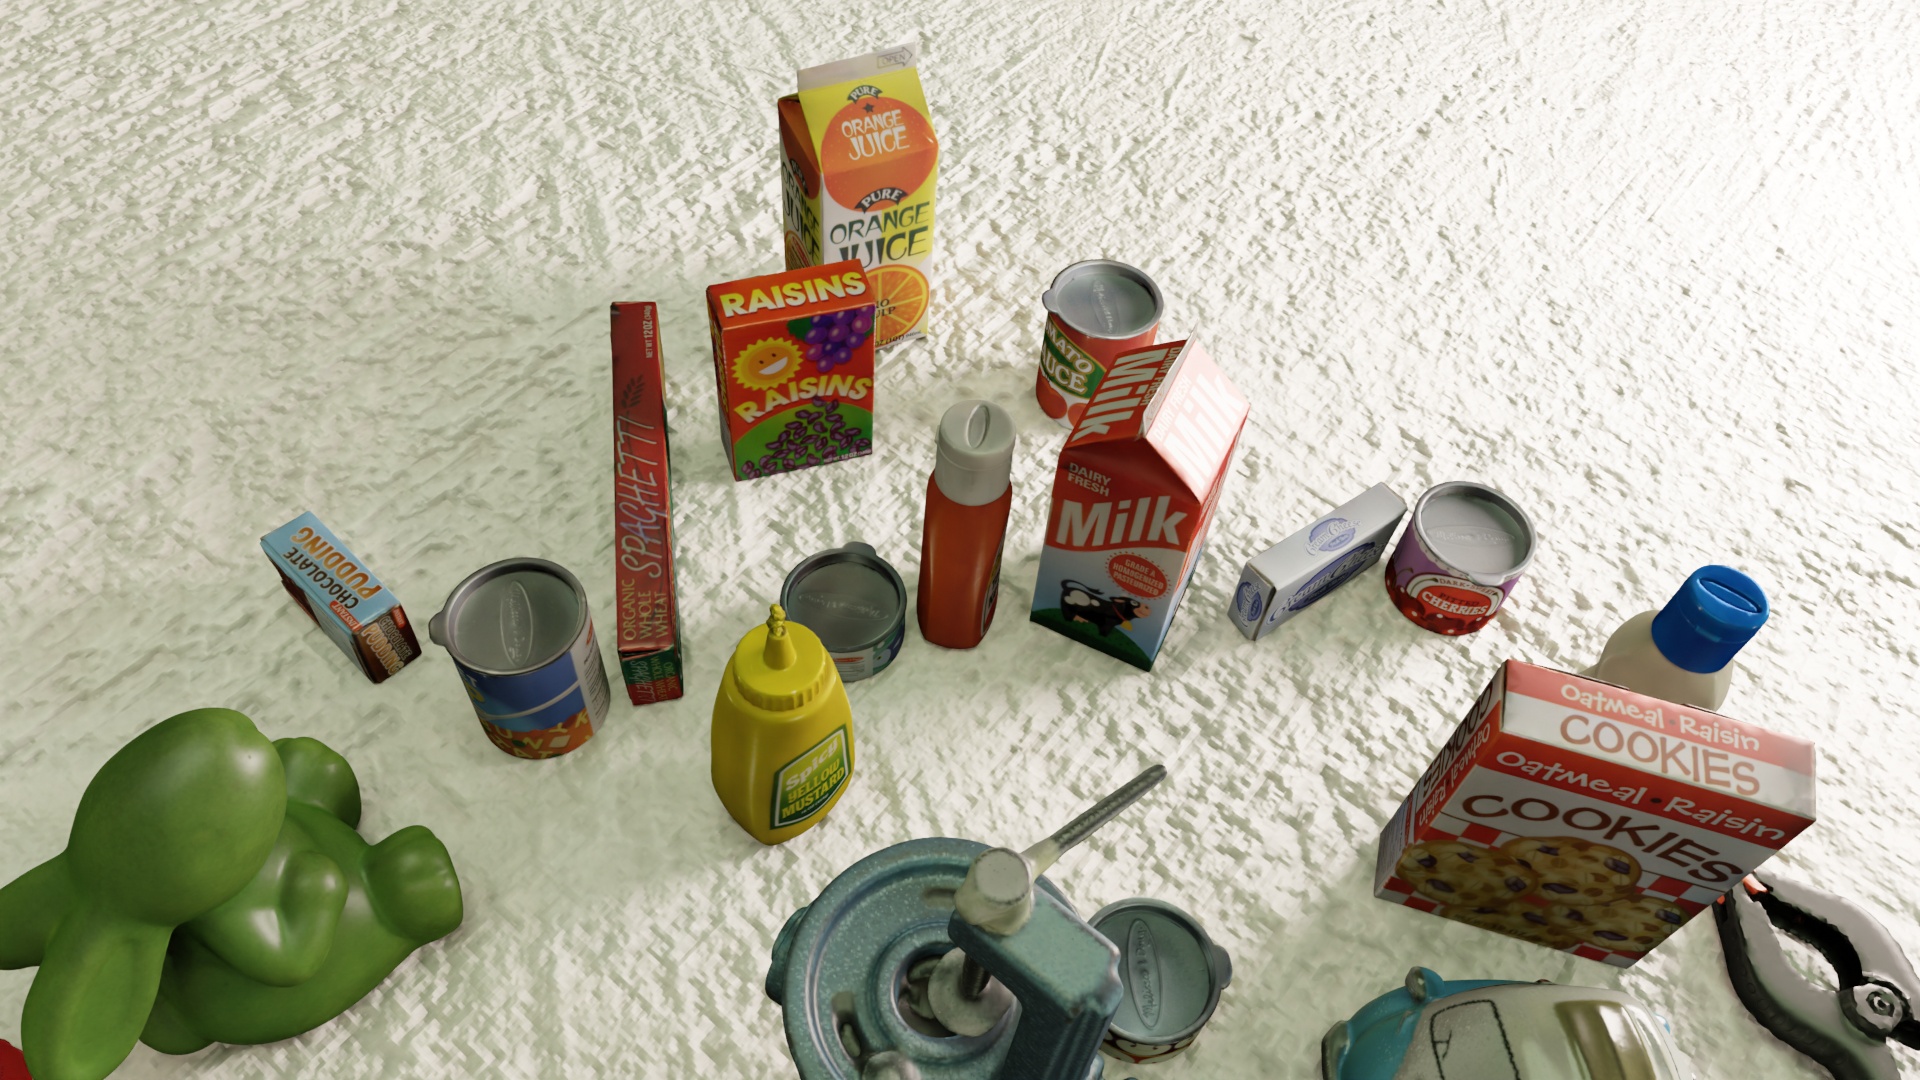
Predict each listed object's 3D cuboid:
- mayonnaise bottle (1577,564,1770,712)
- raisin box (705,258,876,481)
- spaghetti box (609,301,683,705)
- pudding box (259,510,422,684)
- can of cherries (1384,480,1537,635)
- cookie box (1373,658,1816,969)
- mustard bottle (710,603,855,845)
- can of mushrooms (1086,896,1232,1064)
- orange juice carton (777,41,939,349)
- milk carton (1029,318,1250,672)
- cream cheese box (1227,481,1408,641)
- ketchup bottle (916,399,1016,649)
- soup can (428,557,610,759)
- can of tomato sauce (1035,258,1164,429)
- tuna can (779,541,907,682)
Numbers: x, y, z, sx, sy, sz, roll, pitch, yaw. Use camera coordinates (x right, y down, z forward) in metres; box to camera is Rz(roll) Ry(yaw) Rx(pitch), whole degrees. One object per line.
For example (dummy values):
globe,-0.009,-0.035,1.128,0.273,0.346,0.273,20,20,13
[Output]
mayonnaise bottle,0.336,0.068,0.672,0.065,0.147,0.041,32,57,18
raisin box,-0.092,-0.093,0.775,0.086,0.122,0.040,-12,55,-14
spaghetti box,-0.174,-0.028,0.764,0.029,0.050,0.251,-6,53,-9
pudding box,-0.316,0.029,0.709,0.084,0.049,0.030,38,59,22
can of cherries,0.274,0.012,0.766,0.071,0.058,0.072,2,53,-3
cookie box,0.269,0.125,0.612,0.123,0.166,0.040,15,53,7
mustard bottle,-0.080,0.079,0.621,0.065,0.159,0.049,-35,63,-26
can of mushrooms,0.084,0.198,0.624,0.071,0.033,0.071,2,53,-3
orange juice carton,-0.061,-0.201,0.816,0.072,0.191,0.073,-18,57,-17
milk carton,0.089,-0.022,0.694,0.073,0.189,0.073,23,55,12
cream cheese box,0.196,0.012,0.763,0.104,0.053,0.024,-28,60,-23
ketchup bottle,0.003,-0.009,0.703,0.043,0.148,0.065,9,53,2
soup can,-0.211,0.059,0.674,0.071,0.083,0.072,2,53,-3
can of tomato sauce,0.080,-0.115,0.831,0.071,0.082,0.071,2,53,-3
tuna can,-0.061,0.037,0.735,0.071,0.032,0.071,2,53,-3
